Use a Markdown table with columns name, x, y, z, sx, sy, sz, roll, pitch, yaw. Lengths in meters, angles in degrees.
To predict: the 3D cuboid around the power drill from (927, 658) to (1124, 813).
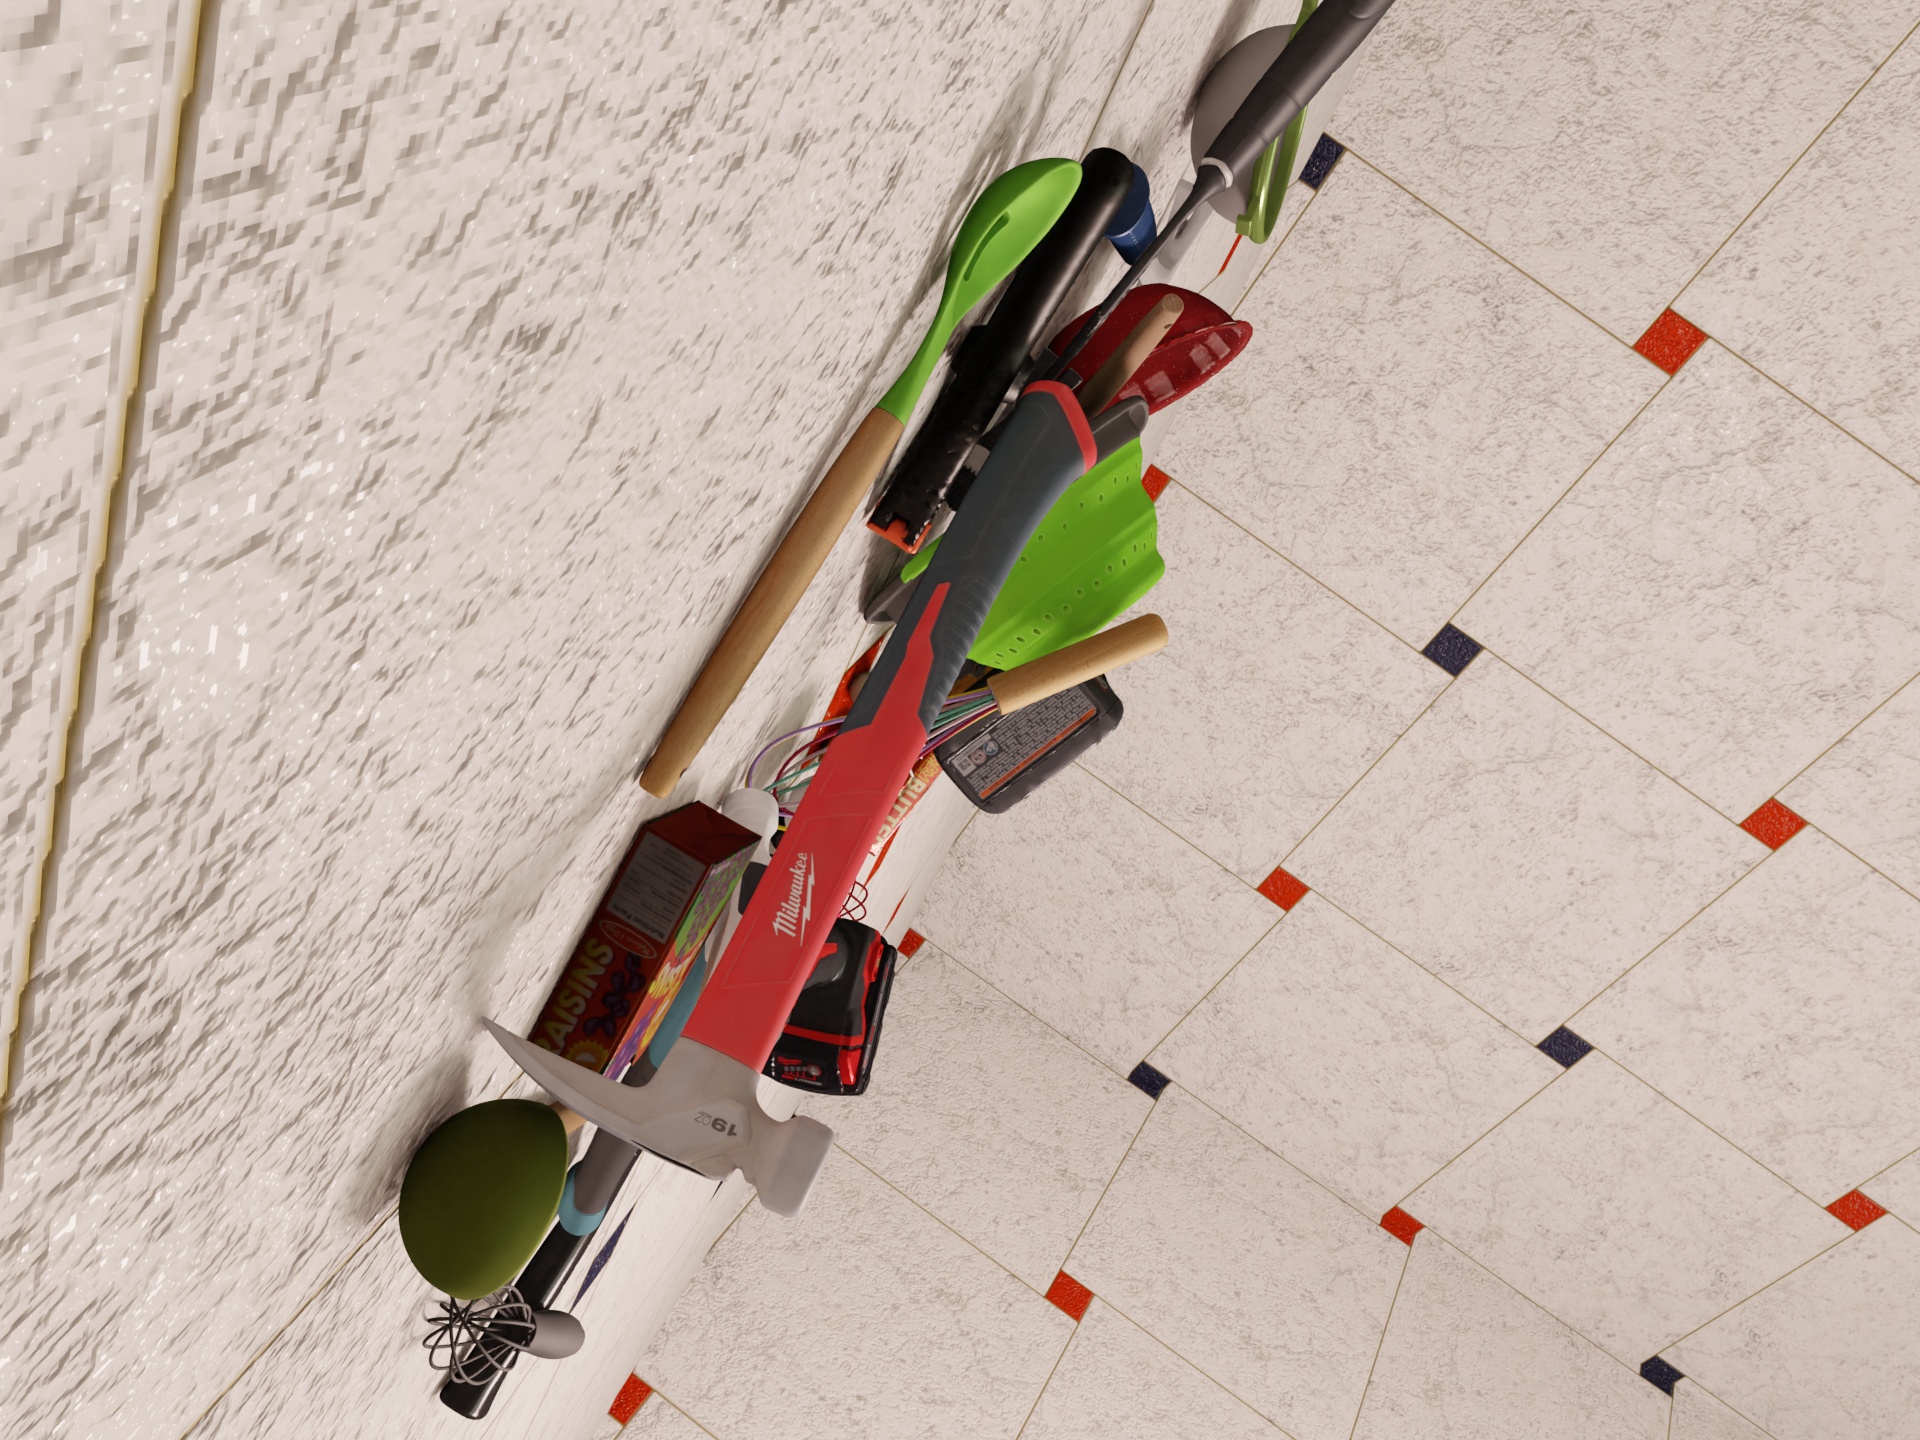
| name | x | y | z | sx | sy | sz | roll | pitch | yaw |
| --- | --- | --- | --- | --- | --- | --- | --- | --- | --- |
| power drill | 0.050 | -0.045 | 1.116 | 0.185 | 0.084 | 0.226 | -38 | -160 | 8 |

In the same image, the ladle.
| name | x | y | z | sx | sy | sz | roll | pitch | yaw |
| --- | --- | --- | --- | --- | --- | --- | --- | --- | --- |
| ladle | -0.190 | 0.200 | 0.741 | 0.078 | 0.062 | 0.320 | -58 | 178 | -8 |

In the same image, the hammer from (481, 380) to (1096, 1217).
| name | x | y | z | sx | sy | sz | roll | pitch | yaw |
| --- | --- | --- | --- | --- | --- | --- | --- | --- | --- |
| hammer | -0.048 | 0.001 | 0.683 | 0.038 | 0.143 | 0.386 | 111 | 4 | -67 |

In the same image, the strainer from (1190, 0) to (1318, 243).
| name | x | y | z | sx | sy | sz | roll | pitch | yaw |
| --- | --- | --- | --- | --- | --- | --- | --- | --- | --- |
| strainer | 0.203 | -0.458 | 1.073 | 0.151 | 0.069 | 0.256 | -48 | 150 | -64 |

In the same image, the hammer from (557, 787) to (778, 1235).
| name | x | y | z | sx | sy | sz | roll | pitch | yaw |
| --- | --- | --- | --- | --- | --- | --- | --- | --- | --- |
| hammer | -0.167 | 0.189 | 0.882 | 0.128 | 0.033 | 0.330 | -96 | -152 | -45 |

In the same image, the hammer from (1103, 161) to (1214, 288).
| name | x | y | z | sx | sy | sz | roll | pitch | yaw |
| --- | --- | --- | --- | --- | --- | --- | --- | --- | --- |
| hammer | 0.125 | -0.328 | 1.086 | 0.144 | 0.035 | 0.405 | -61 | 176 | 12 |

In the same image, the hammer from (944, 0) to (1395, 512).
| name | x | y | z | sx | sy | sz | roll | pitch | yaw |
| --- | --- | --- | --- | --- | --- | --- | --- | --- | --- |
| hammer | 0.123 | -0.268 | 0.817 | 0.408 | 0.036 | 0.149 | -45 | -173 | 43 |

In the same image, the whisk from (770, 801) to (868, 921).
| name | x | y | z | sx | sy | sz | roll | pitch | yaw |
| --- | --- | --- | --- | --- | --- | --- | --- | --- | --- |
| whisk | -0.105 | 0.105 | 1.107 | 0.073 | 0.073 | 0.295 | -59 | 170 | -17 |

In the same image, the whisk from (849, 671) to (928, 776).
| name | x | y | z | sx | sy | sz | roll | pitch | yaw |
| --- | --- | --- | --- | --- | --- | --- | --- | --- | --- |
| whisk | -0.052 | 0.002 | 1.129 | 0.246 | 0.058 | 0.059 | 71 | 14 | -79 |

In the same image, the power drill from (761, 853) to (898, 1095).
| name | x | y | z | sx | sy | sz | roll | pitch | yaw |
| --- | --- | --- | --- | --- | --- | --- | --- | --- | --- |
| power drill | -0.110 | 0.174 | 1.004 | 0.219 | 0.078 | 0.143 | 59 | 42 | -69 |

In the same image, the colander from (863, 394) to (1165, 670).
| name | x | y | z | sx | sy | sz | roll | pitch | yaw |
| --- | --- | --- | --- | --- | --- | --- | --- | --- | --- |
| colander | 0.062 | -0.100 | 1.003 | 0.204 | 0.094 | 0.397 | -38 | -179 | 11 |

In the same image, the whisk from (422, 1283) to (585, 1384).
| name | x | y | z | sx | sy | sz | roll | pitch | yaw |
| --- | --- | --- | --- | --- | --- | --- | --- | --- | --- |
| whisk | -0.246 | 0.345 | 0.895 | 0.055 | 0.055 | 0.238 | -59 | 167 | -19 |

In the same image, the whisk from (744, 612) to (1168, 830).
| name | x | y | z | sx | sy | sz | roll | pitch | yaw |
| --- | --- | --- | --- | --- | --- | --- | --- | --- | --- |
| whisk | -0.001 | -0.001 | 0.861 | 0.245 | 0.047 | 0.051 | -22 | 159 | -4 |

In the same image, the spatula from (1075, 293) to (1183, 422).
| name | x | y | z | sx | sy | sz | roll | pitch | yaw |
| --- | --- | --- | --- | --- | --- | --- | --- | --- | --- |
| spatula | 0.072 | -0.187 | 1.002 | 0.060 | 0.018 | 0.316 | -22 | 173 | -20 |

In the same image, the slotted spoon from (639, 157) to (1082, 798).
| name | x | y | z | sx | sy | sz | roll | pitch | yaw |
| --- | --- | --- | --- | --- | --- | --- | --- | --- | --- |
| slotted spoon | -0.043 | -0.104 | 0.653 | 0.314 | 0.031 | 0.070 | -58 | 175 | -5 |

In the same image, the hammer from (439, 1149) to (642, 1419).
| name | x | y | z | sx | sy | sz | roll | pitch | yaw |
| --- | --- | --- | --- | --- | --- | --- | --- | --- | --- |
| hammer | -0.229 | 0.297 | 1.047 | 0.335 | 0.035 | 0.146 | -58 | 175 | -31 |

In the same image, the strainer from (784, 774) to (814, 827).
| name | x | y | z | sx | sy | sz | roll | pitch | yaw |
| --- | --- | --- | --- | --- | --- | --- | --- | --- | --- |
| strainer | -0.071 | 0.057 | 0.983 | 0.258 | 0.050 | 0.087 | 27 | 83 | -85 |
